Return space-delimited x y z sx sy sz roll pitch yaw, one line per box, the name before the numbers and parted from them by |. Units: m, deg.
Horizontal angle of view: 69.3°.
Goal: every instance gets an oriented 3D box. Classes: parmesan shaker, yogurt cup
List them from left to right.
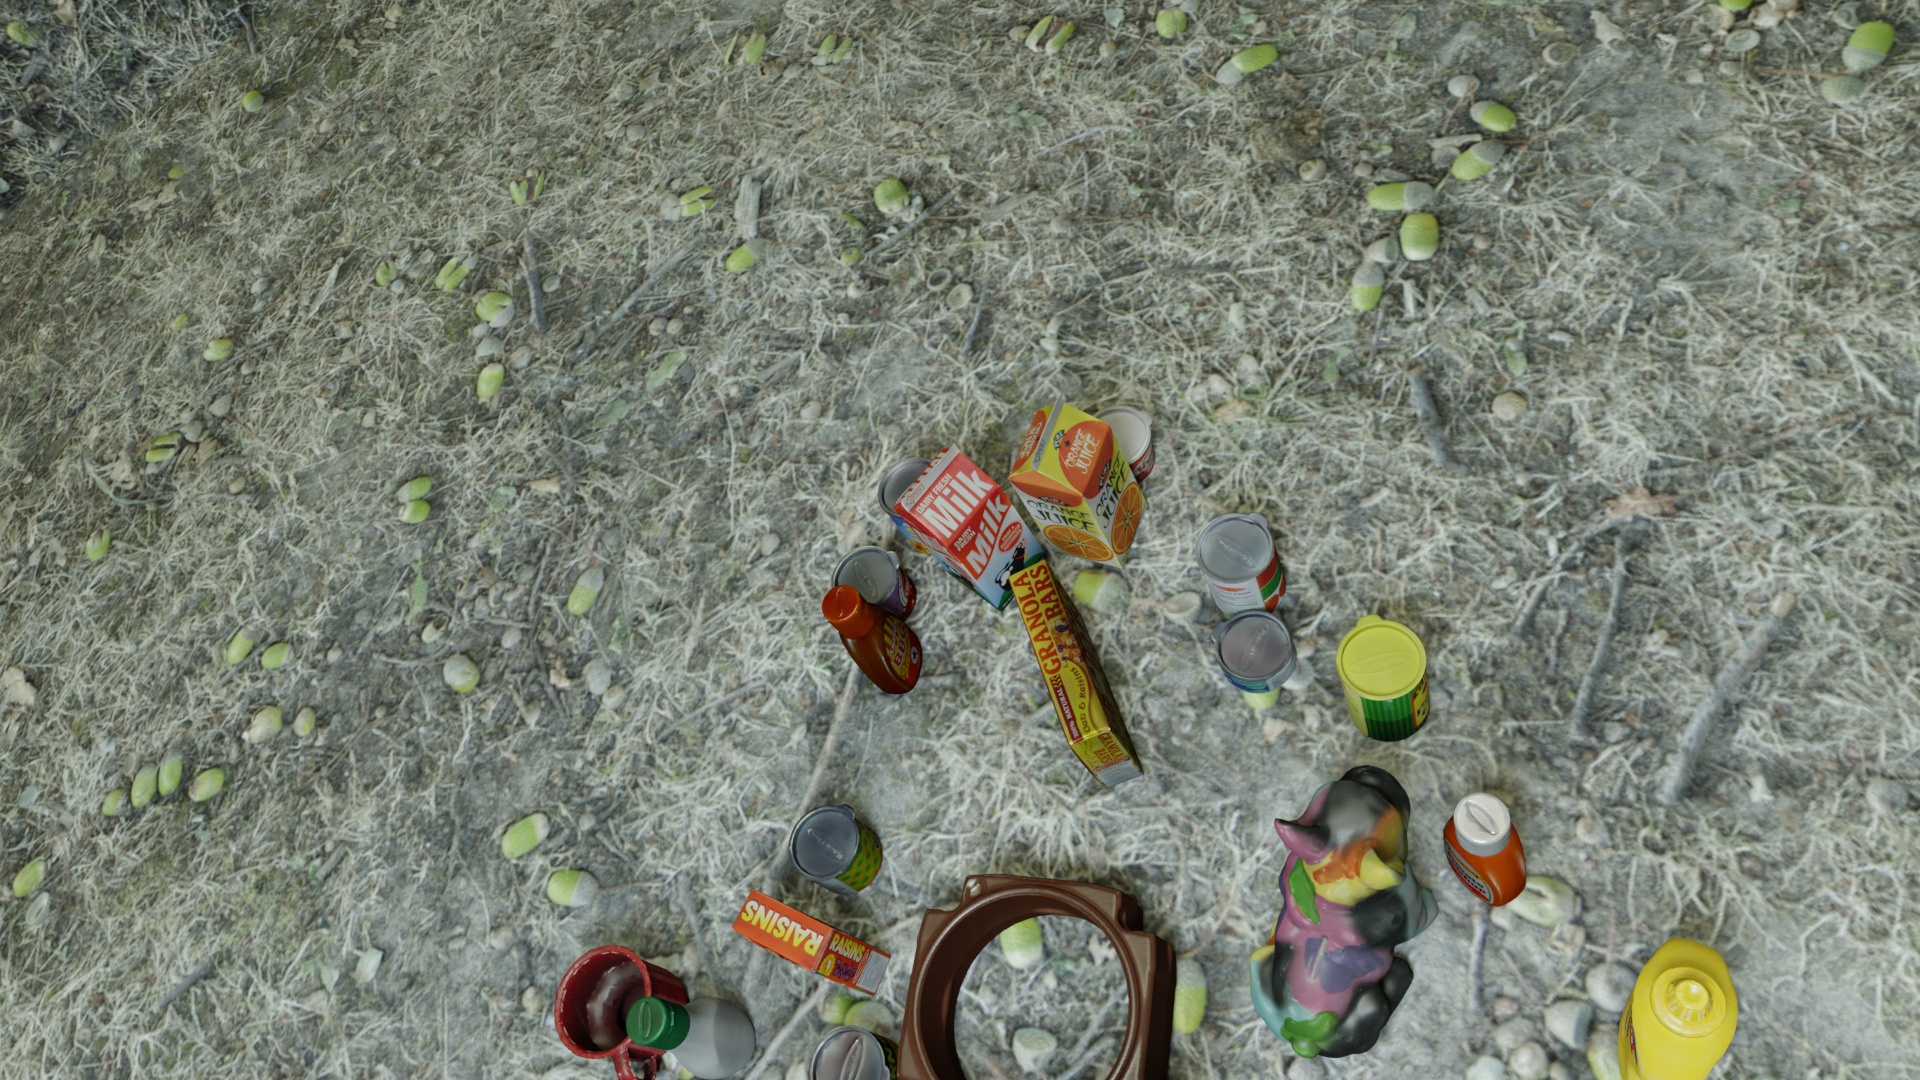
yogurt cup | 0.151 -0.086 1.310 0.072 0.053 0.073 -9 61 17
parmesan shaker | 0.337 0.111 1.105 0.071 0.102 0.071 -9 61 17

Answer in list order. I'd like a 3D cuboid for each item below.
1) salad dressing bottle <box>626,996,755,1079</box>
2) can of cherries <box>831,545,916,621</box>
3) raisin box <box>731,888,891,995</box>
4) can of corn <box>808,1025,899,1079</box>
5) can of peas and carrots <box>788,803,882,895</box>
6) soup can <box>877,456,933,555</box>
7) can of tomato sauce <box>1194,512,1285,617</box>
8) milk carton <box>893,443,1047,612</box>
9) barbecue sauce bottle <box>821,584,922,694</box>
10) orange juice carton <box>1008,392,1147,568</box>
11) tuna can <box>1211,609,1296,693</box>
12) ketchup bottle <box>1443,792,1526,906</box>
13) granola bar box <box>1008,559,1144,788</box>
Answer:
salad dressing bottle | -0.220 0.403 1.137 0.044 0.147 0.064 -14 60 14
can of cherries | -0.079 0.046 1.326 0.071 0.058 0.072 -9 61 17
raisin box | -0.122 0.334 1.150 0.086 0.123 0.040 18 72 28
can of corn | -0.079 0.431 1.121 0.071 0.058 0.071 -9 61 17
can of peas and carrots | -0.107 0.270 1.217 0.071 0.058 0.071 -9 61 17
soup can | -0.032 -0.030 1.333 0.071 0.083 0.071 -9 61 17
can of tomato sauce | 0.244 0.022 1.199 0.071 0.083 0.071 -9 61 17
milk carton | 0.004 -0.016 1.247 0.073 0.190 0.072 35 80 32
barbecue sauce bottle | -0.080 0.086 1.251 0.043 0.148 0.065 -5 62 19
orange juice carton | 0.102 -0.053 1.228 0.073 0.192 0.072 14 70 27
tuna can | 0.250 0.095 1.188 0.071 0.032 0.071 -9 61 17
ketchup bottle | 0.378 0.219 1.004 0.043 0.148 0.065 -38 57 -1
granola bar box | 0.097 0.115 1.182 0.039 0.124 0.166 -24 58 8
